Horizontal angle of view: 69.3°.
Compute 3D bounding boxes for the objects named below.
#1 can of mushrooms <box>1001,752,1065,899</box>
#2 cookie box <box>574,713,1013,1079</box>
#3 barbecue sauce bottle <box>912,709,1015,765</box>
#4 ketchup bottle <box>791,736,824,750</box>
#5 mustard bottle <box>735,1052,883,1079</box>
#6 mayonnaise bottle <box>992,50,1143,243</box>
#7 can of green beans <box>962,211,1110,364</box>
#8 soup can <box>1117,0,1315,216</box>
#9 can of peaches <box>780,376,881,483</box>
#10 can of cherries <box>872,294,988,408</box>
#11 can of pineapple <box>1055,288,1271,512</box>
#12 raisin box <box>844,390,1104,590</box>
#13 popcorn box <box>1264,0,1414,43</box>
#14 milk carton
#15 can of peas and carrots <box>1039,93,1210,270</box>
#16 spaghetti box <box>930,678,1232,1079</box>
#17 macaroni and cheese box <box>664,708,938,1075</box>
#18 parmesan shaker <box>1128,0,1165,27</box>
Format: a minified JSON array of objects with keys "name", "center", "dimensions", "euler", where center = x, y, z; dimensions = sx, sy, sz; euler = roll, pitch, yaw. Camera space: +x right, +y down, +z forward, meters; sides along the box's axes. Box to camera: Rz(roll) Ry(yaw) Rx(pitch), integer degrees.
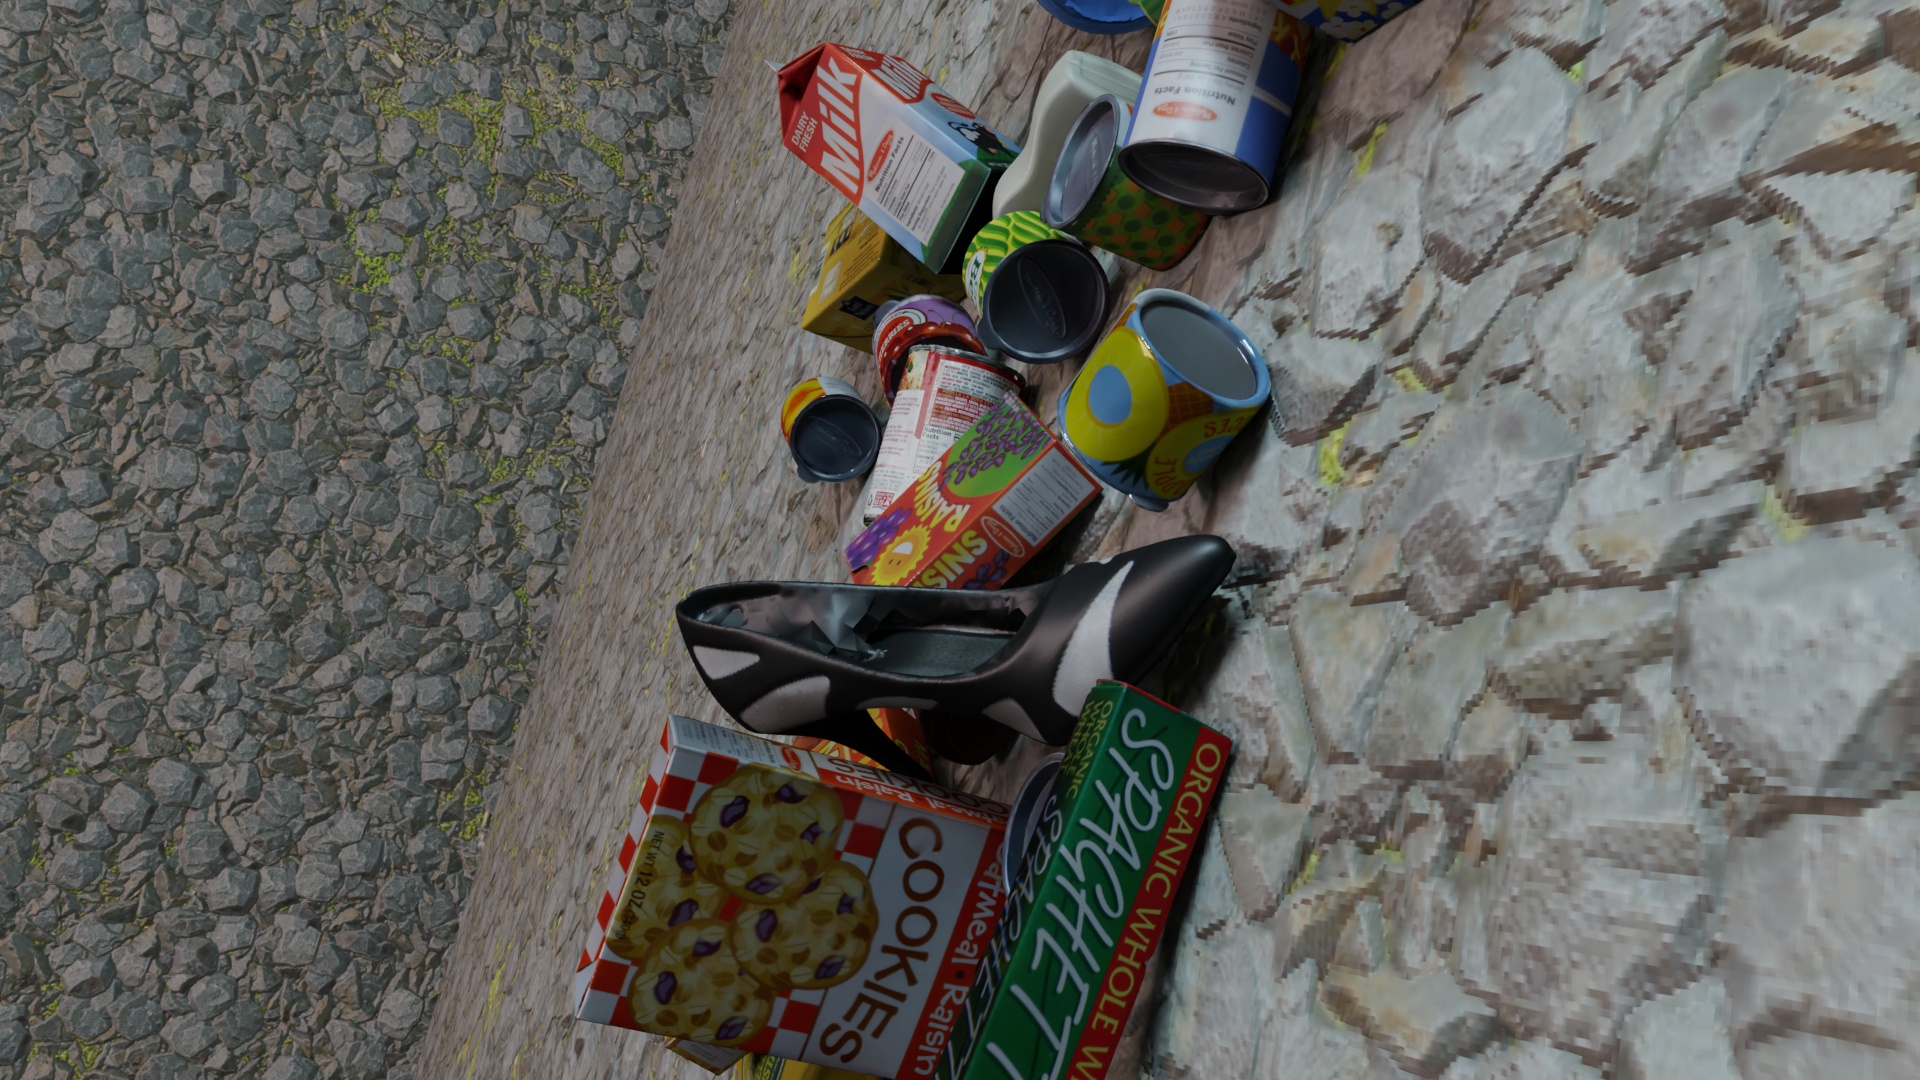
[{"name":"can of mushrooms","center":[0.046,0.119,0.539],"dimensions":[0.070,0.033,0.071],"euler":[-51,28,42]},{"name":"cookie box","center":[-0.062,0.156,0.589],"dimensions":[0.040,0.167,0.122],"euler":[-141,71,-71]},{"name":"barbecue sauce bottle","center":[-0.006,0.052,0.711],"dimensions":[0.064,0.043,0.149],"euler":[-59,23,13]},{"name":"ketchup bottle","center":[-0.116,0.186,0.874],"dimensions":[0.148,0.043,0.065],"euler":[-53,28,41]},{"name":"mustard bottle","center":[-0.088,0.270,0.725],"dimensions":[0.160,0.049,0.065],"euler":[-13,56,66]},{"name":"mayonnaise bottle","center":[0.050,-0.189,0.750],"dimensions":[0.147,0.065,0.041],"euler":[125,157,-46]},{"name":"can of green beans","center":[0.038,-0.132,0.721],"dimensions":[0.071,0.071,0.058],"euler":[-63,22,21]},{"name":"soup can","center":[0.111,-0.192,0.595],"dimensions":[0.071,0.071,0.084],"euler":[1,73,68]},{"name":"can of peaches","center":[-0.097,-0.080,1.011],"dimensions":[0.071,0.071,0.058],"euler":[-67,21,13]},{"name":"can of cherries","center":[-0.020,-0.108,0.838],"dimensions":[0.071,0.071,0.058],"euler":[-62,23,24]},{"name":"can of pineapple","center":[0.082,-0.056,0.553],"dimensions":[0.057,0.071,0.071],"euler":[-53,27,39]},{"name":"raisin box","center":[0.002,-0.009,0.683],"dimensions":[0.123,0.040,0.086],"euler":[-44,26,7]},{"name":"popcorn box","center":[0.150,-0.238,0.504],"dimensions":[0.126,0.085,0.038],"euler":[-13,60,66]},{"name":"milk carton","center":[-0.040,-0.247,0.863],"dimensions":[0.191,0.072,0.073],"euler":[43,121,23]},{"name":"can of peas and carrots","center":[0.080,-0.166,0.657],"dimensions":[0.070,0.059,0.071],"euler":[-52,28,43]},{"name":"spaghetti box","center":[0.024,0.168,0.469],"dimensions":[0.250,0.050,0.028],"euler":[-66,15,-14]},{"name":"macaroni and cheese box","center":[-0.081,0.174,0.717],"dimensions":[0.166,0.040,0.124],"euler":[-40,31,13]},{"name":"parmesan shaker","center":[0.126,-0.273,0.615],"dimensions":[0.103,0.071,0.071],"euler":[-14,60,65]}]
